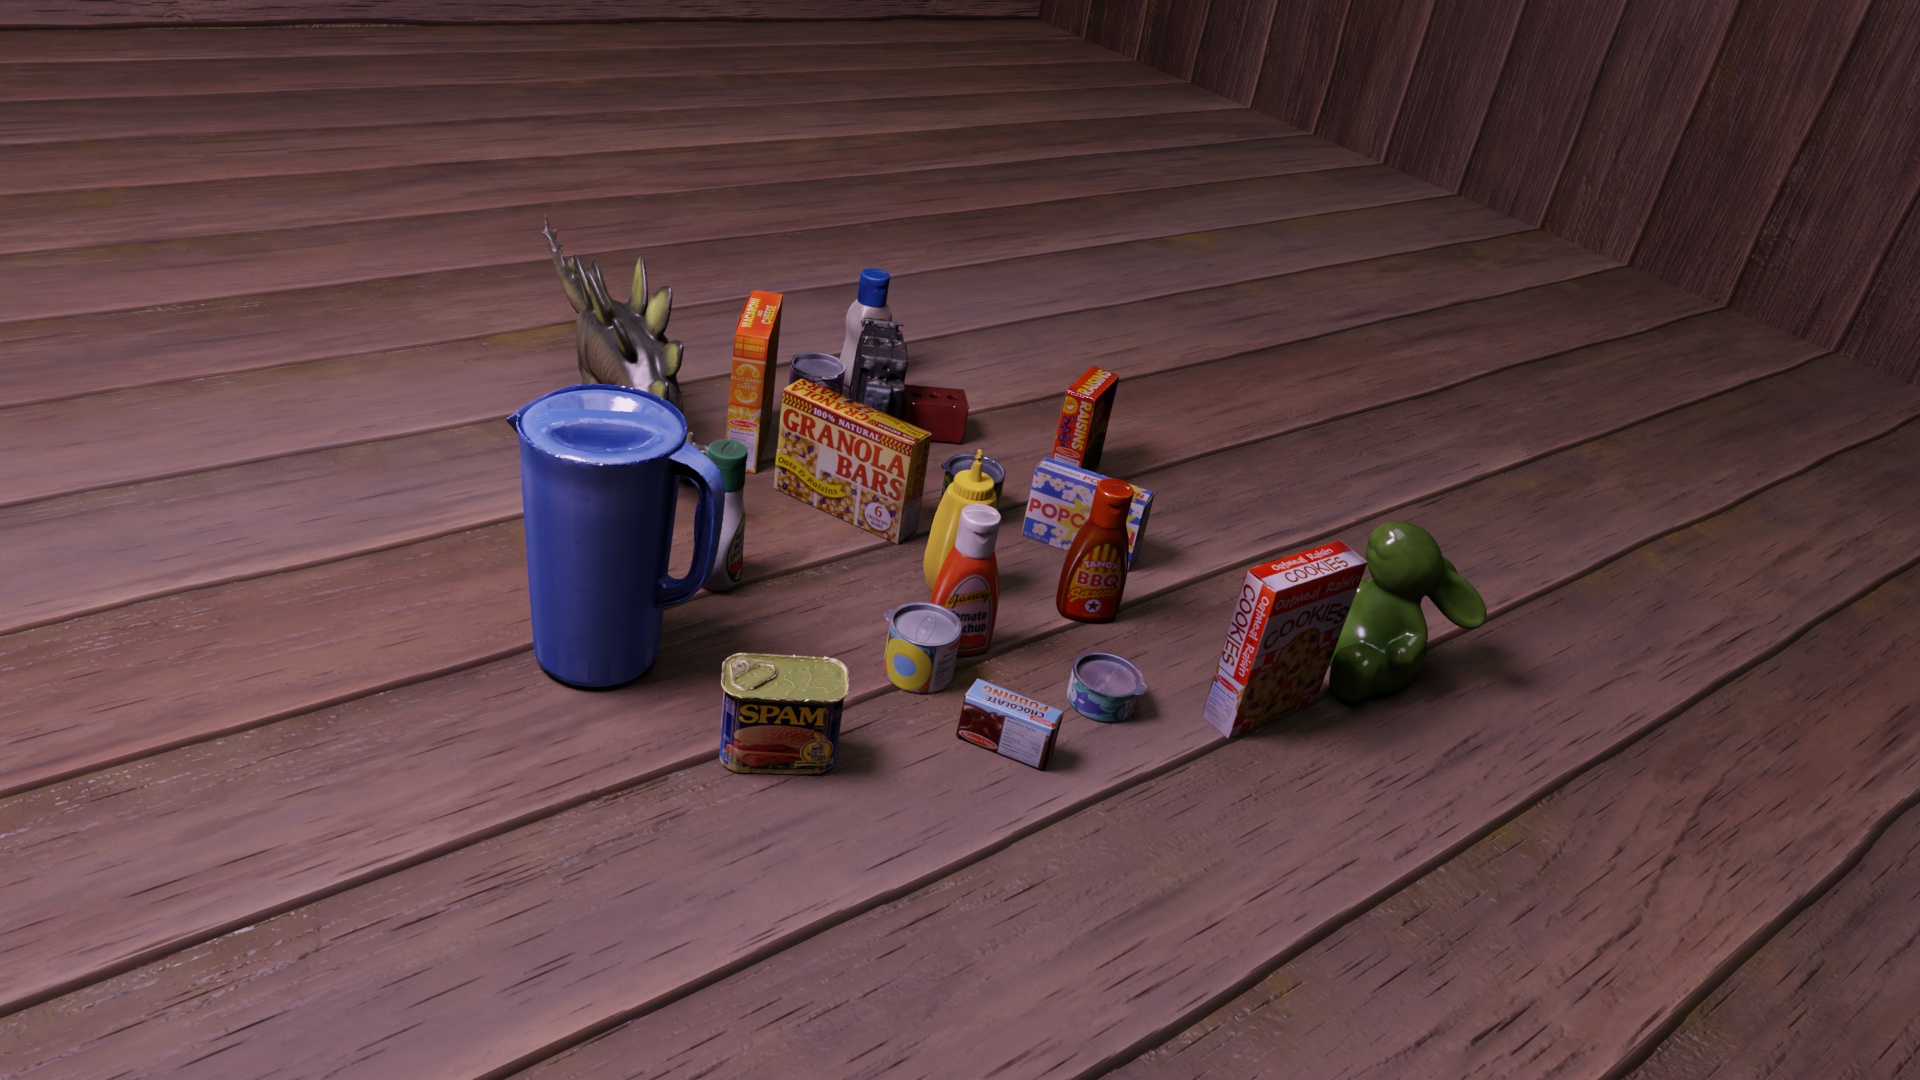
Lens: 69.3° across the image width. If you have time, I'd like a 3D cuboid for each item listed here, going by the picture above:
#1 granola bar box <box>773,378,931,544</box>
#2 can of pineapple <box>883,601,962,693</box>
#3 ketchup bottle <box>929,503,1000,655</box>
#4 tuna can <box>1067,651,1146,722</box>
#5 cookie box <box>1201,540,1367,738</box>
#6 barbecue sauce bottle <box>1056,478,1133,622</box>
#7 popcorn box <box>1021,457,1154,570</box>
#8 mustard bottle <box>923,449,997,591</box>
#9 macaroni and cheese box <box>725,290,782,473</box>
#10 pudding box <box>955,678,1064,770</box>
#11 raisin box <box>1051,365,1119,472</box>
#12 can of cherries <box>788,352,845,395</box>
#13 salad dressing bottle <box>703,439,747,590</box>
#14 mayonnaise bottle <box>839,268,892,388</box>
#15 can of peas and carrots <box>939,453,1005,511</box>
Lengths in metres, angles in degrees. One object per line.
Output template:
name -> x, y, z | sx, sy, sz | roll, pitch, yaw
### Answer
granola bar box -> -0.117, -0.084, 1.467 | 0.166, 0.123, 0.039 | 24, 34, 21
can of pineapple -> -0.037, 0.097, 1.267 | 0.071, 0.057, 0.071 | 7, 32, -5
ketchup bottle -> 0.007, 0.037, 1.288 | 0.065, 0.148, 0.044 | 1, 33, -15
tuna can -> 0.135, 0.136, 1.278 | 0.071, 0.032, 0.071 | 7, 32, -5
cookie box -> 0.295, 0.089, 1.270 | 0.123, 0.166, 0.040 | -14, 39, -34
barbecue sauce bottle -> 0.137, 0.010, 1.369 | 0.065, 0.147, 0.044 | 6, 32, -8
popcorn box -> 0.135, -0.029, 1.490 | 0.127, 0.084, 0.038 | 19, 33, 14
mustard bottle -> 0.005, -0.017, 1.363 | 0.065, 0.159, 0.049 | -9, 36, -28
macaroni and cheese box -> -0.231, -0.177, 1.543 | 0.040, 0.165, 0.124 | 8, 32, -4
pudding box -> 0.042, 0.159, 1.199 | 0.084, 0.049, 0.030 | 19, 33, 14
raisin box -> 0.142, -0.130, 1.616 | 0.040, 0.122, 0.086 | 21, 33, 17
can of cherries -> -0.174, -0.186, 1.675 | 0.071, 0.058, 0.072 | 7, 32, -5
salad dressing bottle -> -0.226, -0.024, 1.319 | 0.044, 0.146, 0.064 | 13, 32, 4
mayonnaise bottle -> -0.115, -0.264, 1.731 | 0.065, 0.147, 0.041 | -15, 40, -35
can of peas and carrots -> 0.010, -0.054, 1.519 | 0.071, 0.058, 0.071 | 7, 32, -5
